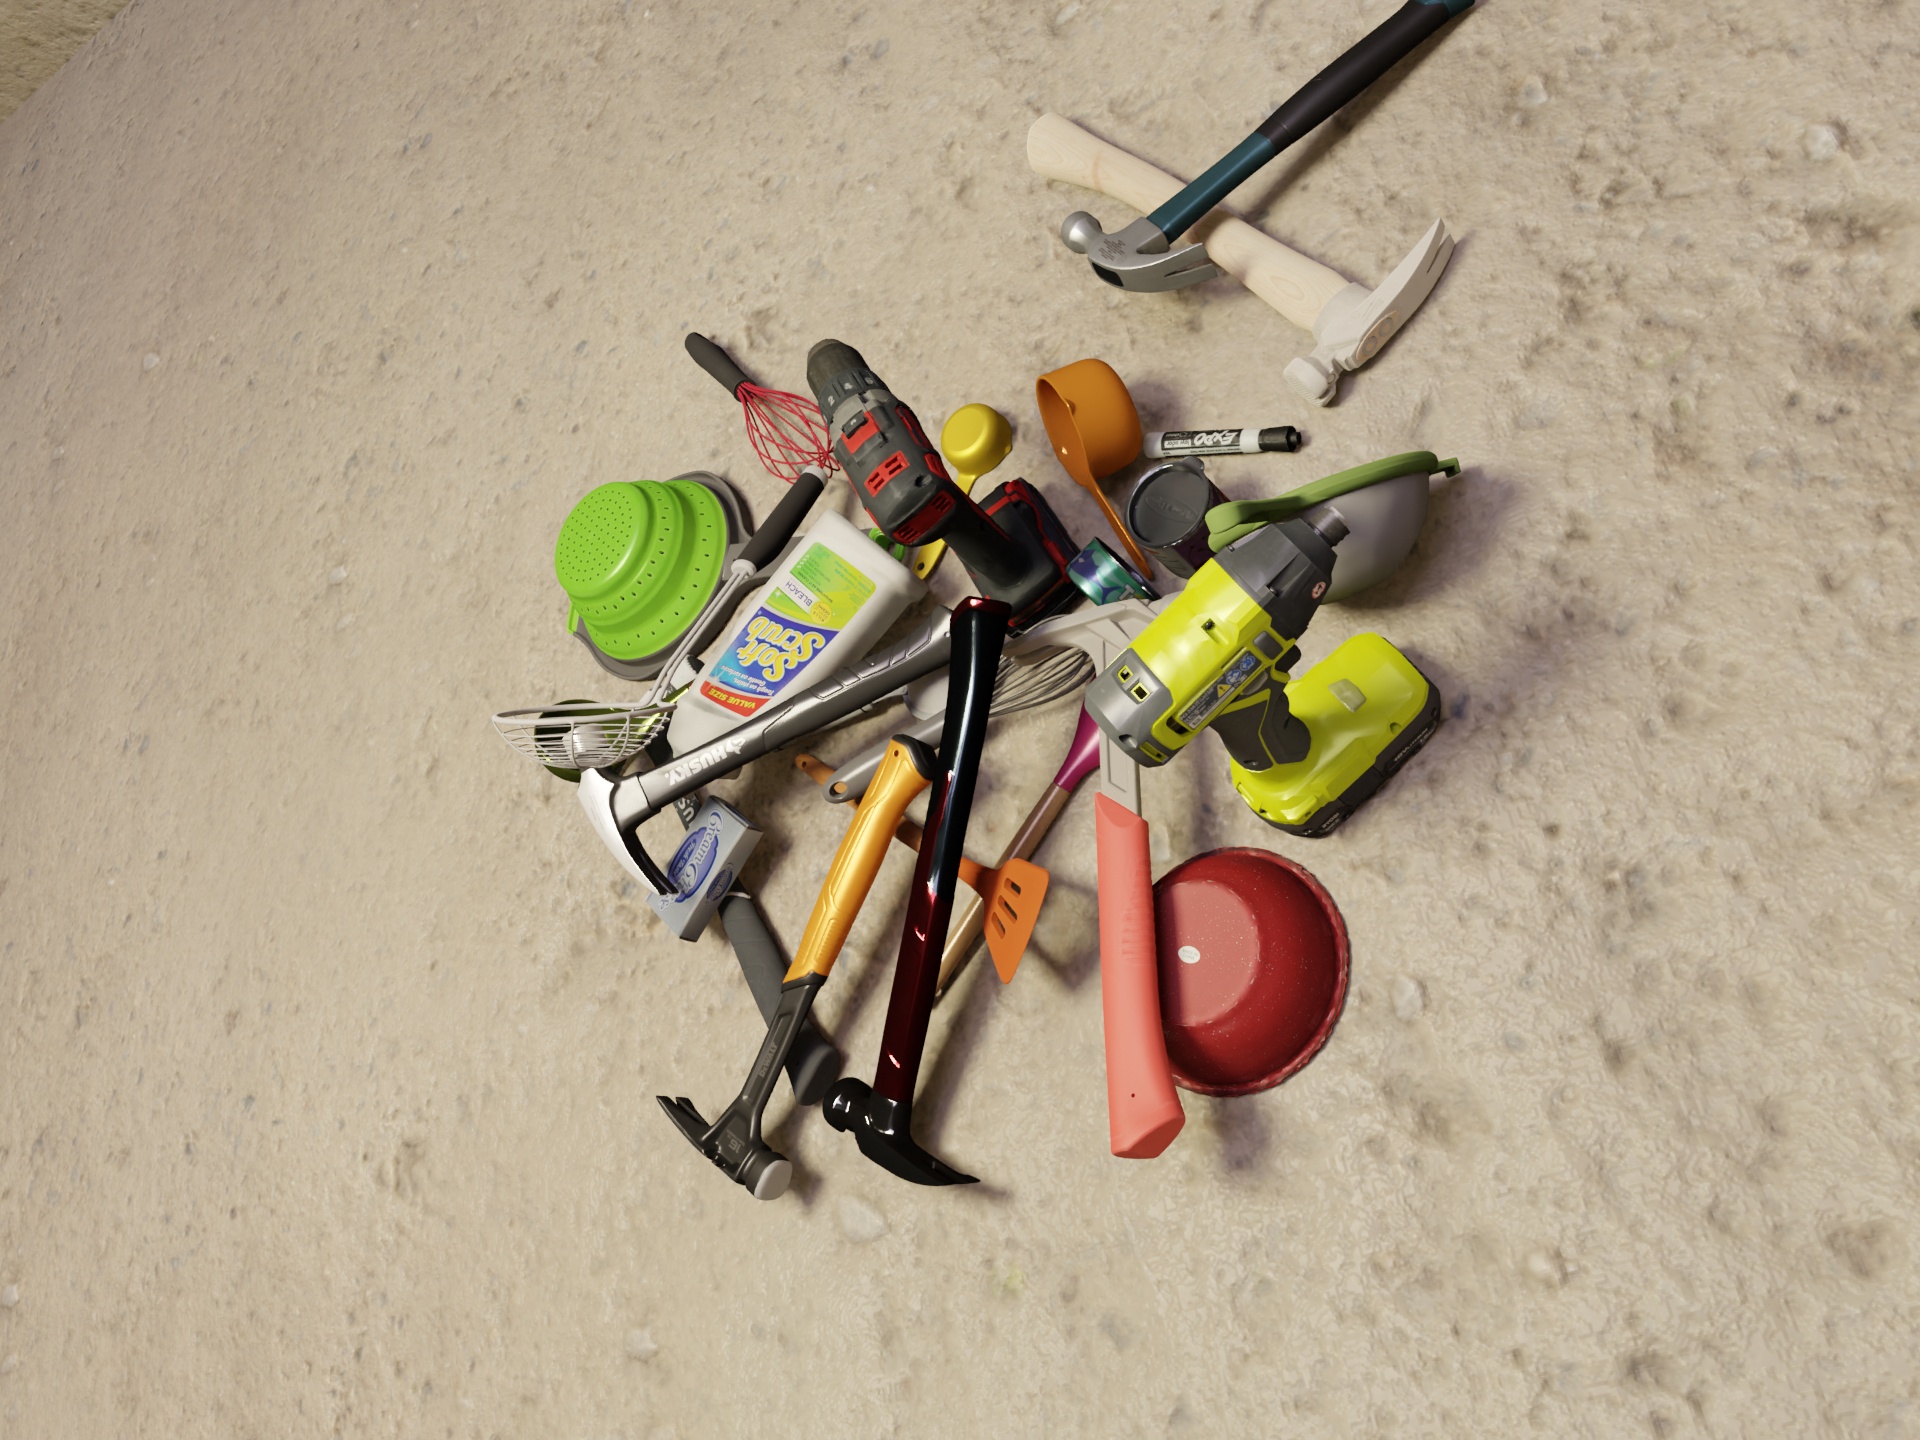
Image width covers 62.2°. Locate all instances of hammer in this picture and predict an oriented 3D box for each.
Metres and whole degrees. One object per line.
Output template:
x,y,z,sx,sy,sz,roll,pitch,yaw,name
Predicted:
-0.132,0.008,1.189,0.335,0.035,0.146,-26,81,11,hammer
-0.193,0.131,1.267,0.149,0.036,0.409,-43,52,14,hammer
0.187,-0.390,1.217,0.146,0.038,0.411,-48,51,7,hammer
-0.107,0.163,1.143,0.127,0.034,0.337,26,92,39,hammer
0.233,-0.433,1.167,0.331,0.033,0.128,-39,48,3,hammer
-0.008,0.110,1.062,0.143,0.038,0.386,16,96,51,hammer
0.095,0.092,1.005,0.149,0.036,0.359,-16,61,31,hammer

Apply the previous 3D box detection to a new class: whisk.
-0.002,-0.004,1.161,0.239,0.055,0.055,-31,55,11,whisk
-0.185,-0.288,1.426,0.073,0.073,0.296,-50,46,7,whisk

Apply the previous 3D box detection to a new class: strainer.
0.212,-0.105,0.965,0.151,0.256,0.069,-21,87,31,strainer
-0.067,-0.019,1.239,0.258,0.050,0.087,-23,50,30,strainer

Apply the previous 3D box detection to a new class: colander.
-0.225,-0.147,1.369,0.397,0.094,0.205,-2,70,35,colander

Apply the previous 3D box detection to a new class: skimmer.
-0.209,-0.096,1.206,0.127,0.090,0.363,1,46,37,skimmer

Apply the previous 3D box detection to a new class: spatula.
-0.037,0.085,1.153,0.323,0.041,0.081,30,103,46,spatula

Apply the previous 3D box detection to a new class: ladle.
-0.202,-0.042,1.295,0.320,0.062,0.078,-29,59,6,ladle

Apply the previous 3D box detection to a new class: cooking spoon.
0.057,0.069,1.124,0.069,0.017,0.319,35,93,41,cooking spoon

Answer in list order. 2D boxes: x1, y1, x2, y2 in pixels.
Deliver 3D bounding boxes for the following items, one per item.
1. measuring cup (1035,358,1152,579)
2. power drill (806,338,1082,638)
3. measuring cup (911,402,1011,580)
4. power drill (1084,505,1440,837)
0.116,-0.187,1.167,0.052,0.095,0.174,-27,78,-7,measuring cup
-0.016,-0.169,1.143,0.080,0.226,0.188,-40,53,15,power drill
-0.010,-0.183,1.272,0.062,0.029,0.156,19,81,39,measuring cup
0.191,-0.024,0.935,0.171,0.223,0.080,-45,52,11,power drill
